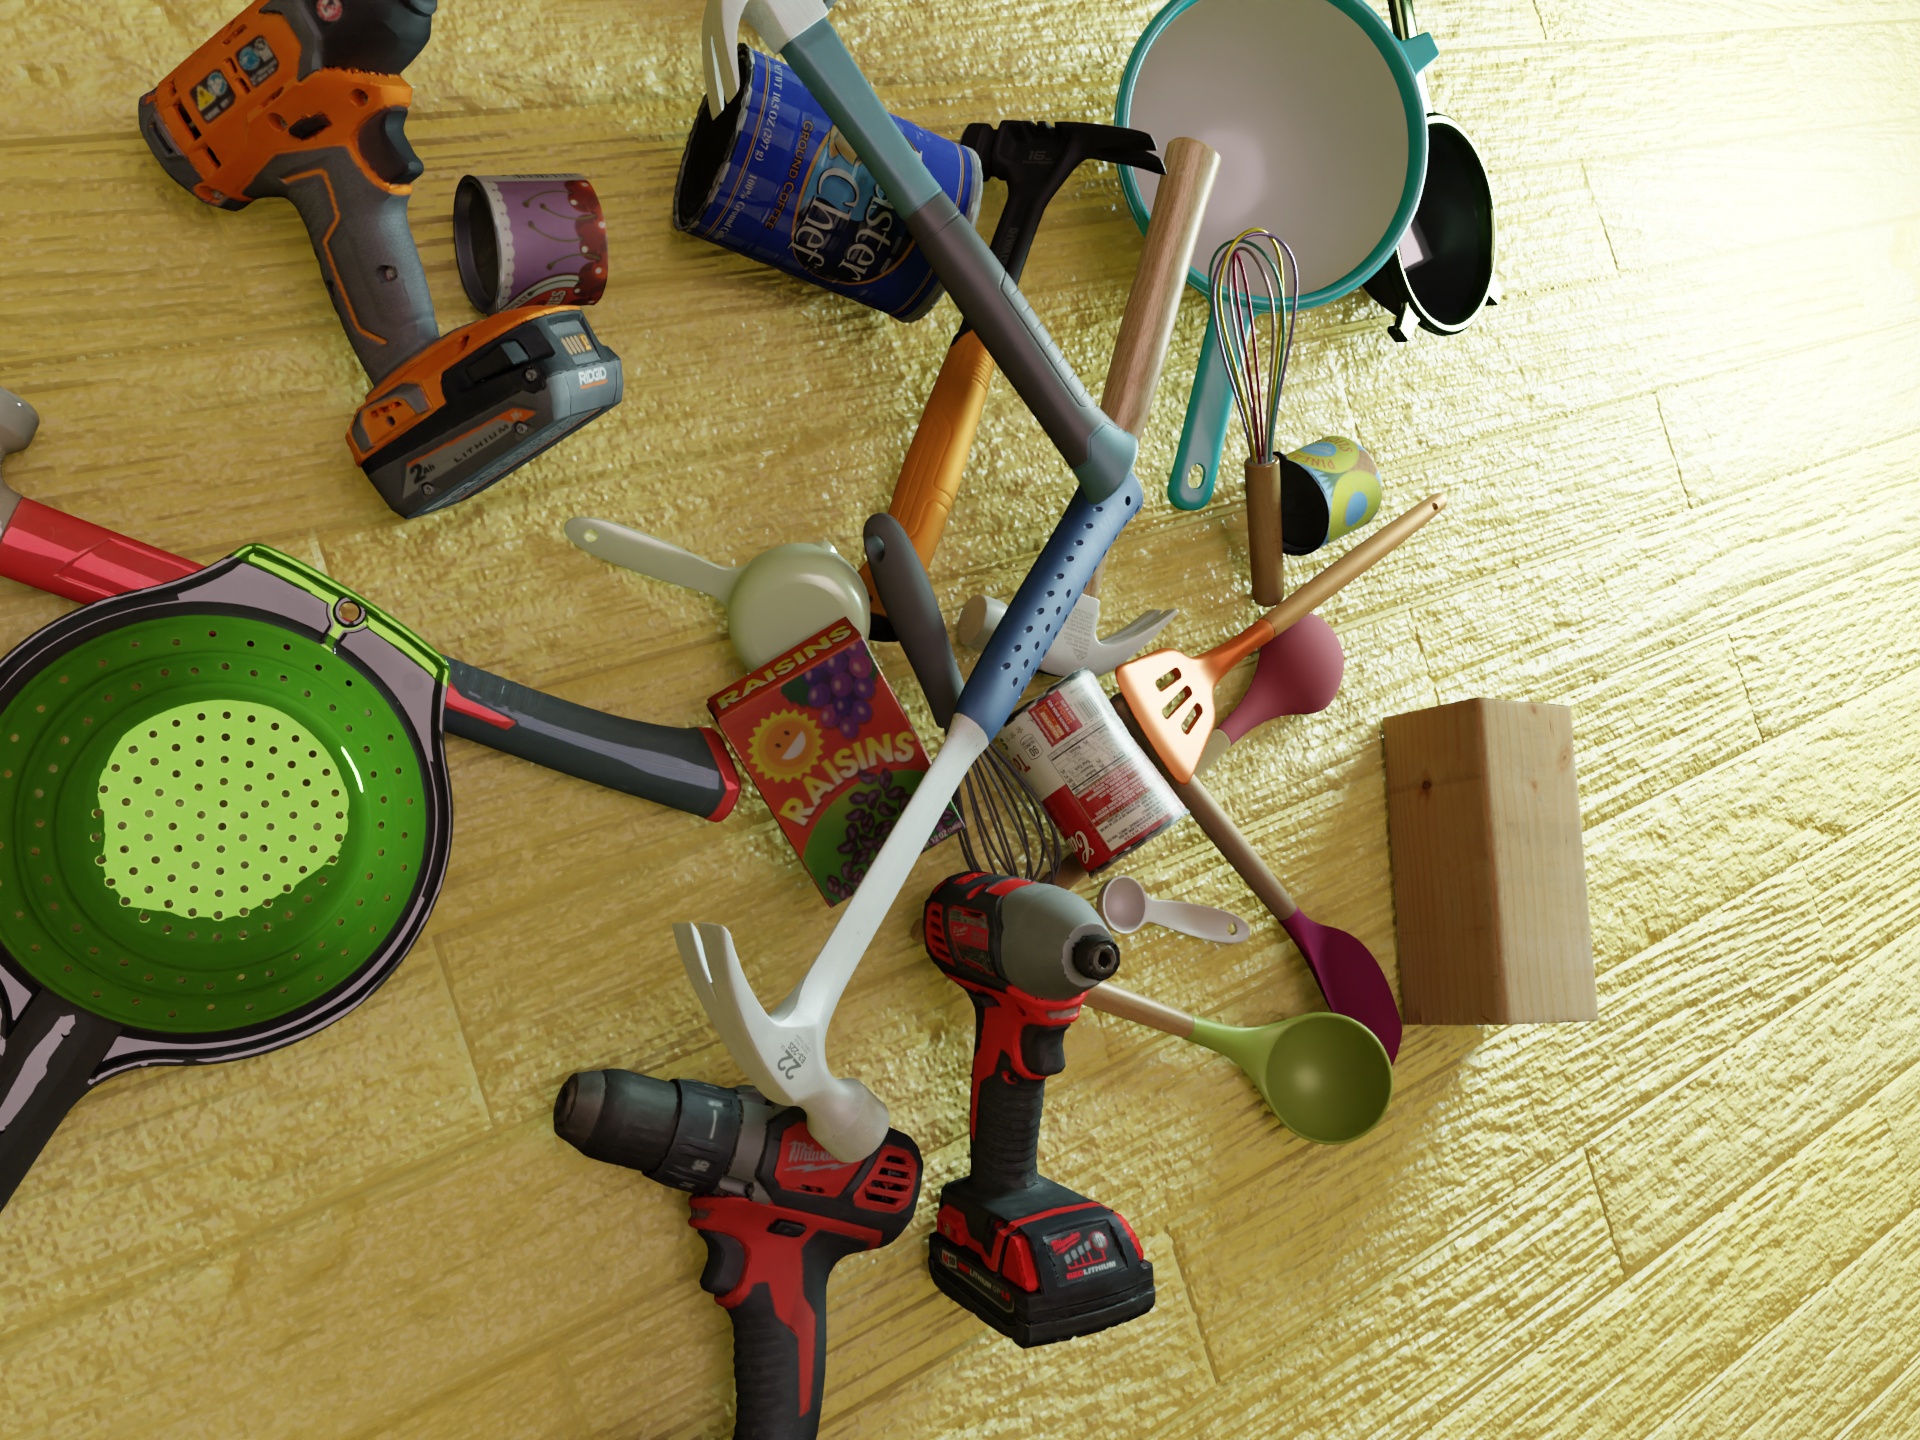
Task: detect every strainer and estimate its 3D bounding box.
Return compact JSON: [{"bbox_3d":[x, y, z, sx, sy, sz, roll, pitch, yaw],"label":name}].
[{"bbox_3d":[0.300,-0.392,1.105,0.151,0.069,0.256,-28,110,-40],"label":"strainer"},{"bbox_3d":[0.172,-0.303,1.034,0.211,0.095,0.340,12,94,-15],"label":"strainer"}]

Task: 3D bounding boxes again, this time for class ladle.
[{"bbox_3d":[0.116,0.172,0.923,0.320,0.062,0.078,23,84,-22],"label":"ladle"},{"bbox_3d":[0.144,0.025,0.984,0.315,0.031,0.069,-38,97,-28],"label":"ladle"}]

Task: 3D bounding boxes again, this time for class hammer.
[{"bbox_3d":[-0.284,-0.013,0.735,0.386,0.038,0.143,23,71,-25],"label":"hammer"},{"bbox_3d":[-0.010,-0.256,0.824,0.128,0.033,0.331,-44,106,-25],"label":"hammer"},{"bbox_3d":[-0.002,0.009,0.804,0.144,0.035,0.406,53,52,-32],"label":"hammer"},{"bbox_3d":[0.011,-0.199,0.912,0.034,0.127,0.337,46,60,-60],"label":"hammer"},{"bbox_3d":[0.100,-0.185,0.952,0.130,0.031,0.331,17,87,-29],"label":"hammer"}]

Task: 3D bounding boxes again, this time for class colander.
[{"bbox_3d":[-0.340,0.111,0.622,0.204,0.094,0.397,35,72,-23],"label":"colander"}]

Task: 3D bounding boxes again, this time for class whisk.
[{"bbox_3d":[-0.001,-0.002,0.864,0.055,0.055,0.238,-33,111,-30],"label":"whisk"},{"bbox_3d":[0.180,-0.179,0.979,0.047,0.051,0.244,-52,140,-48],"label":"whisk"}]

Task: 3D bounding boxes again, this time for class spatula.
[{"bbox_3d":[0.215,-0.071,1.009,0.322,0.041,0.081,-35,97,-27],"label":"spatula"}]

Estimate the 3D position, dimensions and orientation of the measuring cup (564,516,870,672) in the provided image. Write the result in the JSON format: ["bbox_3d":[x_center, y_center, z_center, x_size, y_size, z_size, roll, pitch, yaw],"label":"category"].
[{"bbox_3d":[-0.125,-0.067,0.823,0.167,0.038,0.083,20,106,-15],"label":"measuring cup"}]

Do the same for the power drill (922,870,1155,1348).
[{"bbox_3d":[0.038,0.190,0.810,0.078,0.143,0.219,-4,92,-29],"label":"power drill"}]

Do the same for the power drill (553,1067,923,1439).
[{"bbox_3d":[-0.123,0.283,0.752,0.187,0.080,0.227,22,67,-25],"label":"power drill"}]

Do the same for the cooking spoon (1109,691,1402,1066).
[{"bbox_3d":[0.187,0.101,0.981,0.318,0.017,0.069,50,47,-20],"label":"cooking spoon"}]

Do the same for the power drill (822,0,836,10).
[{"bbox_3d":[-0.093,-0.531,0.923,0.185,0.084,0.226,45,67,-14],"label":"power drill"}]

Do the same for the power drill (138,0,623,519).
[{"bbox_3d":[-0.252,-0.226,0.724,0.226,0.164,0.084,60,22,-9],"label":"power drill"}]

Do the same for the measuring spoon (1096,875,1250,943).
[{"bbox_3d":[0.128,0.120,0.965,0.124,0.018,0.034,16,73,-34],"label":"measuring spoon"}]
